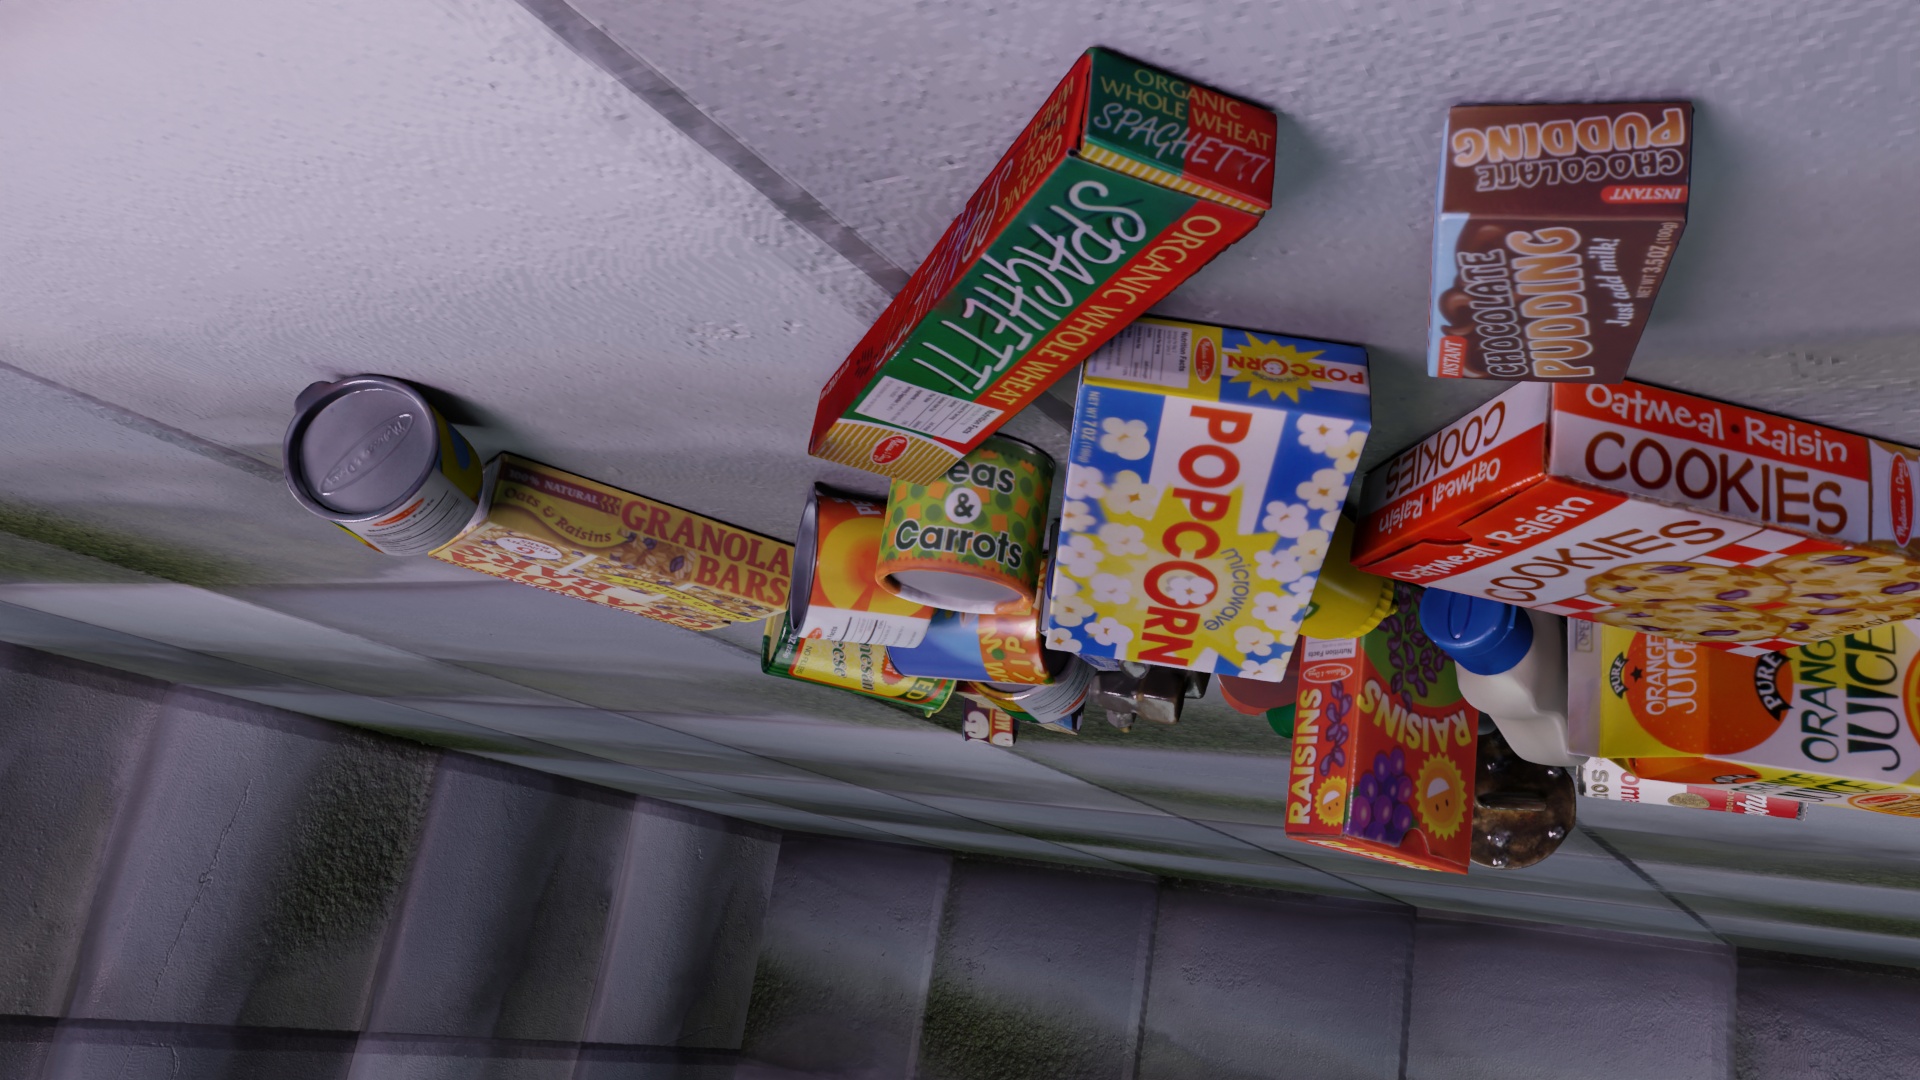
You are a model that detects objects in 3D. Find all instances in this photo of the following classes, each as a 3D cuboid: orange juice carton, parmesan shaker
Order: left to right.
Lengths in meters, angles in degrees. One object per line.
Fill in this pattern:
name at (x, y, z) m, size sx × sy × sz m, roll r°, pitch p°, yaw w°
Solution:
parmesan shaker at (-0.057, 0.058, 0.792) m, size 0.103 × 0.071 × 0.071 m, roll 14°, pitch 163°, yaw -15°
orange juice carton at (0.360, 0.071, 0.598) m, size 0.193 × 0.072 × 0.073 m, roll 8°, pitch 163°, yaw 6°

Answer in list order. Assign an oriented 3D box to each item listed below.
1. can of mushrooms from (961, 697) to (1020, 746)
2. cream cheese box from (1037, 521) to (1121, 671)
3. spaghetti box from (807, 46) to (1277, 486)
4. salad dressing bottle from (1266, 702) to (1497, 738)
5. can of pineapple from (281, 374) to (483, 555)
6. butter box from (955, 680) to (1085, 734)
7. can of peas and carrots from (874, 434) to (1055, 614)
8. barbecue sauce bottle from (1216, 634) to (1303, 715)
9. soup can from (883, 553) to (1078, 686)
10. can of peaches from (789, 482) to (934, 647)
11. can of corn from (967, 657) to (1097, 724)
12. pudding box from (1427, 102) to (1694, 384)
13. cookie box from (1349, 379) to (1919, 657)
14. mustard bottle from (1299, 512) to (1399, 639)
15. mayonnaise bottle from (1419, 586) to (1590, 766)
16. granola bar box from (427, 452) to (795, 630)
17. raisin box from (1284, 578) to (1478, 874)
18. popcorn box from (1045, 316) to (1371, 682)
can of mushrooms at (0.022, 0.098, 0.896) m, size 0.033 × 0.071 × 0.071 m, roll 7°, pitch 163°, yaw 8°
cream cheese box at (0.071, 0.032, 0.662) m, size 0.024 × 0.053 × 0.103 m, roll -2°, pitch 160°, yaw 29°
spaghetti box at (0.008, -0.064, 0.413) m, size 0.050 × 0.029 × 0.249 m, roll 14°, pitch 163°, yaw -16°
salad dressing bottle at (0.235, 0.091, 0.787) m, size 0.064 × 0.044 × 0.147 m, roll 10°, pitch 166°, yaw -27°
can of pineapple at (-0.251, -0.033, 0.608) m, size 0.071 × 0.071 × 0.057 m, roll 9°, pitch 164°, yaw 3°
butter box at (0.041, 0.082, 0.852) m, size 0.024 × 0.053 × 0.103 m, roll -2°, pitch 160°, yaw 41°
can of peas and carrots at (0.002, -0.007, 0.558) m, size 0.071 × 0.059 × 0.070 m, roll 8°, pitch 164°, yaw 3°
barbecue sauce bottle at (0.163, 0.064, 0.738) m, size 0.065 × 0.044 × 0.148 m, roll 8°, pitch 165°, yaw 7°
soup can at (0.012, 0.035, 0.692) m, size 0.084 × 0.071 × 0.071 m, roll 1°, pitch 162°, yaw 24°
can of peaches at (-0.044, 0.012, 0.638) m, size 0.058 × 0.071 × 0.071 m, roll 8°, pitch 165°, yaw -14°
can of corn at (0.035, 0.062, 0.769) m, size 0.071 × 0.071 × 0.058 m, roll 3°, pitch 162°, yaw 20°
pudding box at (0.136, -0.067, 0.325) m, size 0.049 × 0.030 × 0.083 m, roll 5°, pitch 163°, yaw 18°
cookie box at (0.237, -0.003, 0.468) m, size 0.167 × 0.040 × 0.122 m, roll 12°, pitch 164°, yaw -8°
mustard bottle at (0.129, 0.009, 0.556) m, size 0.160 × 0.049 × 0.065 m, roll 20°, pitch 159°, yaw -33°
mayonnaise bottle at (0.252, 0.055, 0.629) m, size 0.041 × 0.065 × 0.148 m, roll -1°, pitch 157°, yaw 40°
granola bar box at (-0.189, 0.007, 0.754) m, size 0.165 × 0.039 × 0.124 m, roll 19°, pitch 162°, yaw -30°
raisin box at (0.198, 0.084, 0.640) m, size 0.086 × 0.123 × 0.040 m, roll 20°, pitch 161°, yaw -30°
popcorn box at (0.076, -0.011, 0.451) m, size 0.085 × 0.038 × 0.126 m, roll 8°, pitch 137°, yaw 4°
